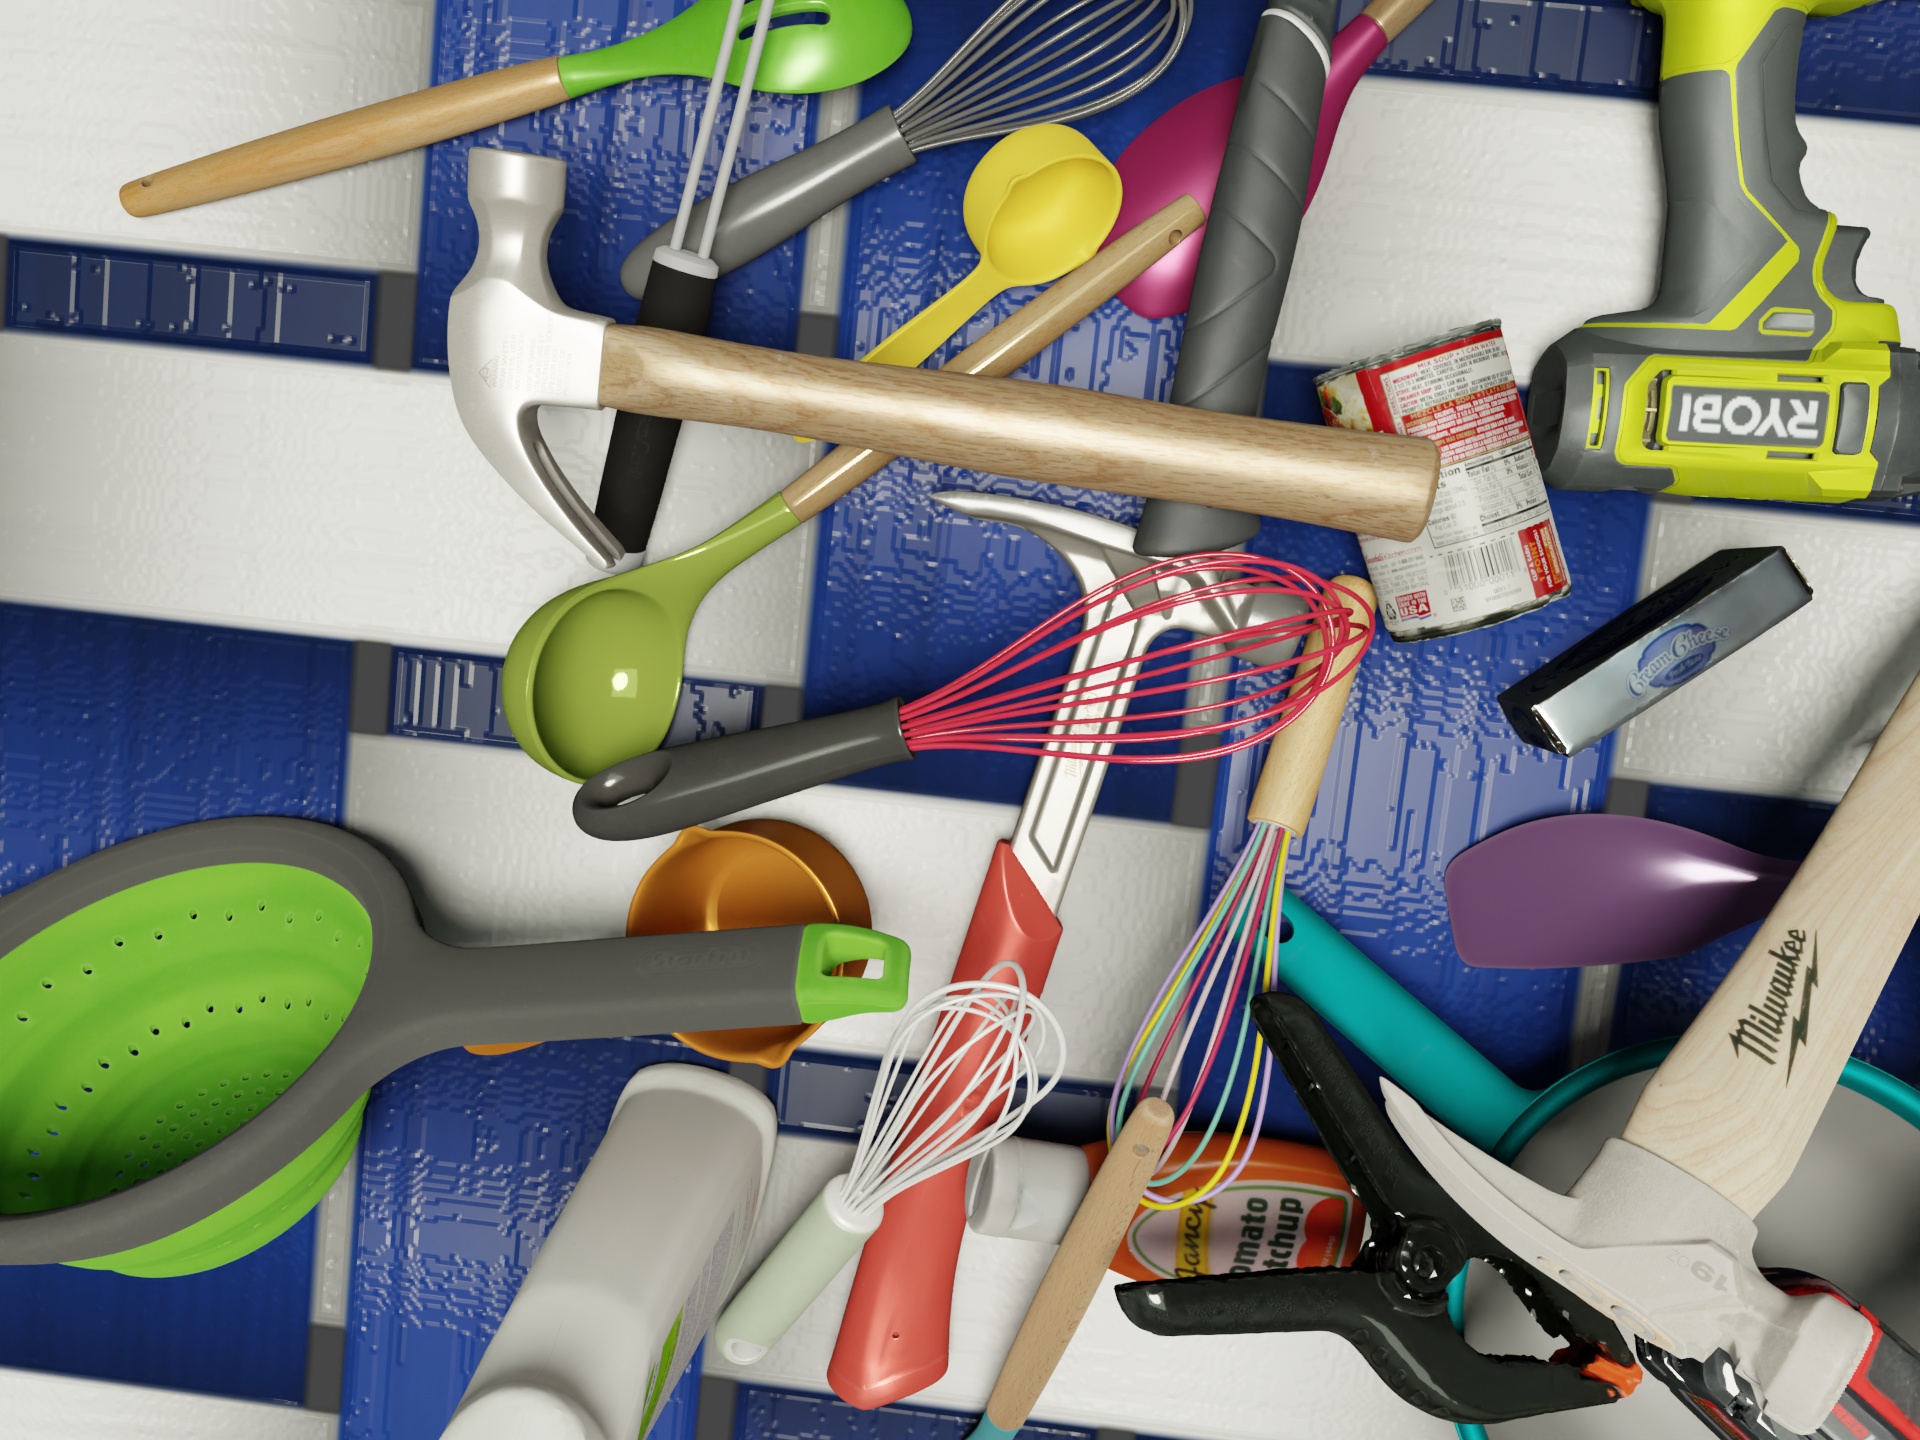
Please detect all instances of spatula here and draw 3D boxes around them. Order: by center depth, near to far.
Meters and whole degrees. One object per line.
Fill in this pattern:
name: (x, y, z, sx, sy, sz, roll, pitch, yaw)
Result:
spatula: (0.334, 0.052, 0.561, 0.316, 0.018, 0.060, -7, 96, 24)
spatula: (0.024, 0.256, 0.598, 0.082, 0.044, 0.317, 19, 124, 3)

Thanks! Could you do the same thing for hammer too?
hammer: (0.309, 0.017, 0.528, 0.146, 0.038, 0.411, 31, 70, 33)
hammer: (-0.006, -0.099, 0.535, 0.331, 0.031, 0.130, 9, 106, -1)
hammer: (0.116, -0.256, 0.550, 0.149, 0.036, 0.409, 10, 96, -14)
hammer: (0.007, 0.096, 0.621, 0.149, 0.037, 0.359, 19, 96, 1)

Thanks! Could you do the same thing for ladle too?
ladle: (-0.037, -0.088, 0.590, 0.320, 0.078, 0.062, -36, 52, 5)

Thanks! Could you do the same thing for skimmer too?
skimmer: (-0.083, -0.208, 0.526, 0.127, 0.090, 0.363, 18, 112, -4)

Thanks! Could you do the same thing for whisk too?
whisk: (-0.001, -0.002, 0.565, 0.296, 0.073, 0.073, -14, 95, 9)
whisk: (-0.036, 0.172, 0.585, 0.057, 0.059, 0.246, 24, 125, -15)
whisk: (0.105, 0.059, 0.586, 0.051, 0.047, 0.245, 25, 79, -21)
whisk: (-0.022, -0.216, 0.590, 0.239, 0.055, 0.055, -25, 94, 10)

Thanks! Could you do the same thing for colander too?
colander: (-0.210, 0.129, 0.582, 0.397, 0.205, 0.094, -5, 127, 6)

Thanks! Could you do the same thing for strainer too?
strainer: (0.232, 0.183, 0.600, 0.340, 0.095, 0.211, 42, 86, 18)

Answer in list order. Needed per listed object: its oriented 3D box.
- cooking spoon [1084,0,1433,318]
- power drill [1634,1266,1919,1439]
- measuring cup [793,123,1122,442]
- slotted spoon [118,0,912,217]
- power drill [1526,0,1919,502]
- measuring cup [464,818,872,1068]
cooking spoon: (0.171, -0.274, 0.584, 0.319, 0.017, 0.069, -44, 92, 7)
power drill: (0.328, 0.156, 0.504, 0.219, 0.078, 0.143, -45, 74, -6)
measuring cup: (-0.009, -0.162, 0.597, 0.156, 0.062, 0.029, -37, 62, 19)
slotted spoon: (-0.173, -0.234, 0.599, 0.314, 0.031, 0.070, -12, 64, 7)
power drill: (0.301, -0.190, 0.560, 0.171, 0.080, 0.223, 3, 100, 4)
measuring cup: (-0.115, 0.096, 0.624, 0.173, 0.052, 0.095, -21, 90, 19)
